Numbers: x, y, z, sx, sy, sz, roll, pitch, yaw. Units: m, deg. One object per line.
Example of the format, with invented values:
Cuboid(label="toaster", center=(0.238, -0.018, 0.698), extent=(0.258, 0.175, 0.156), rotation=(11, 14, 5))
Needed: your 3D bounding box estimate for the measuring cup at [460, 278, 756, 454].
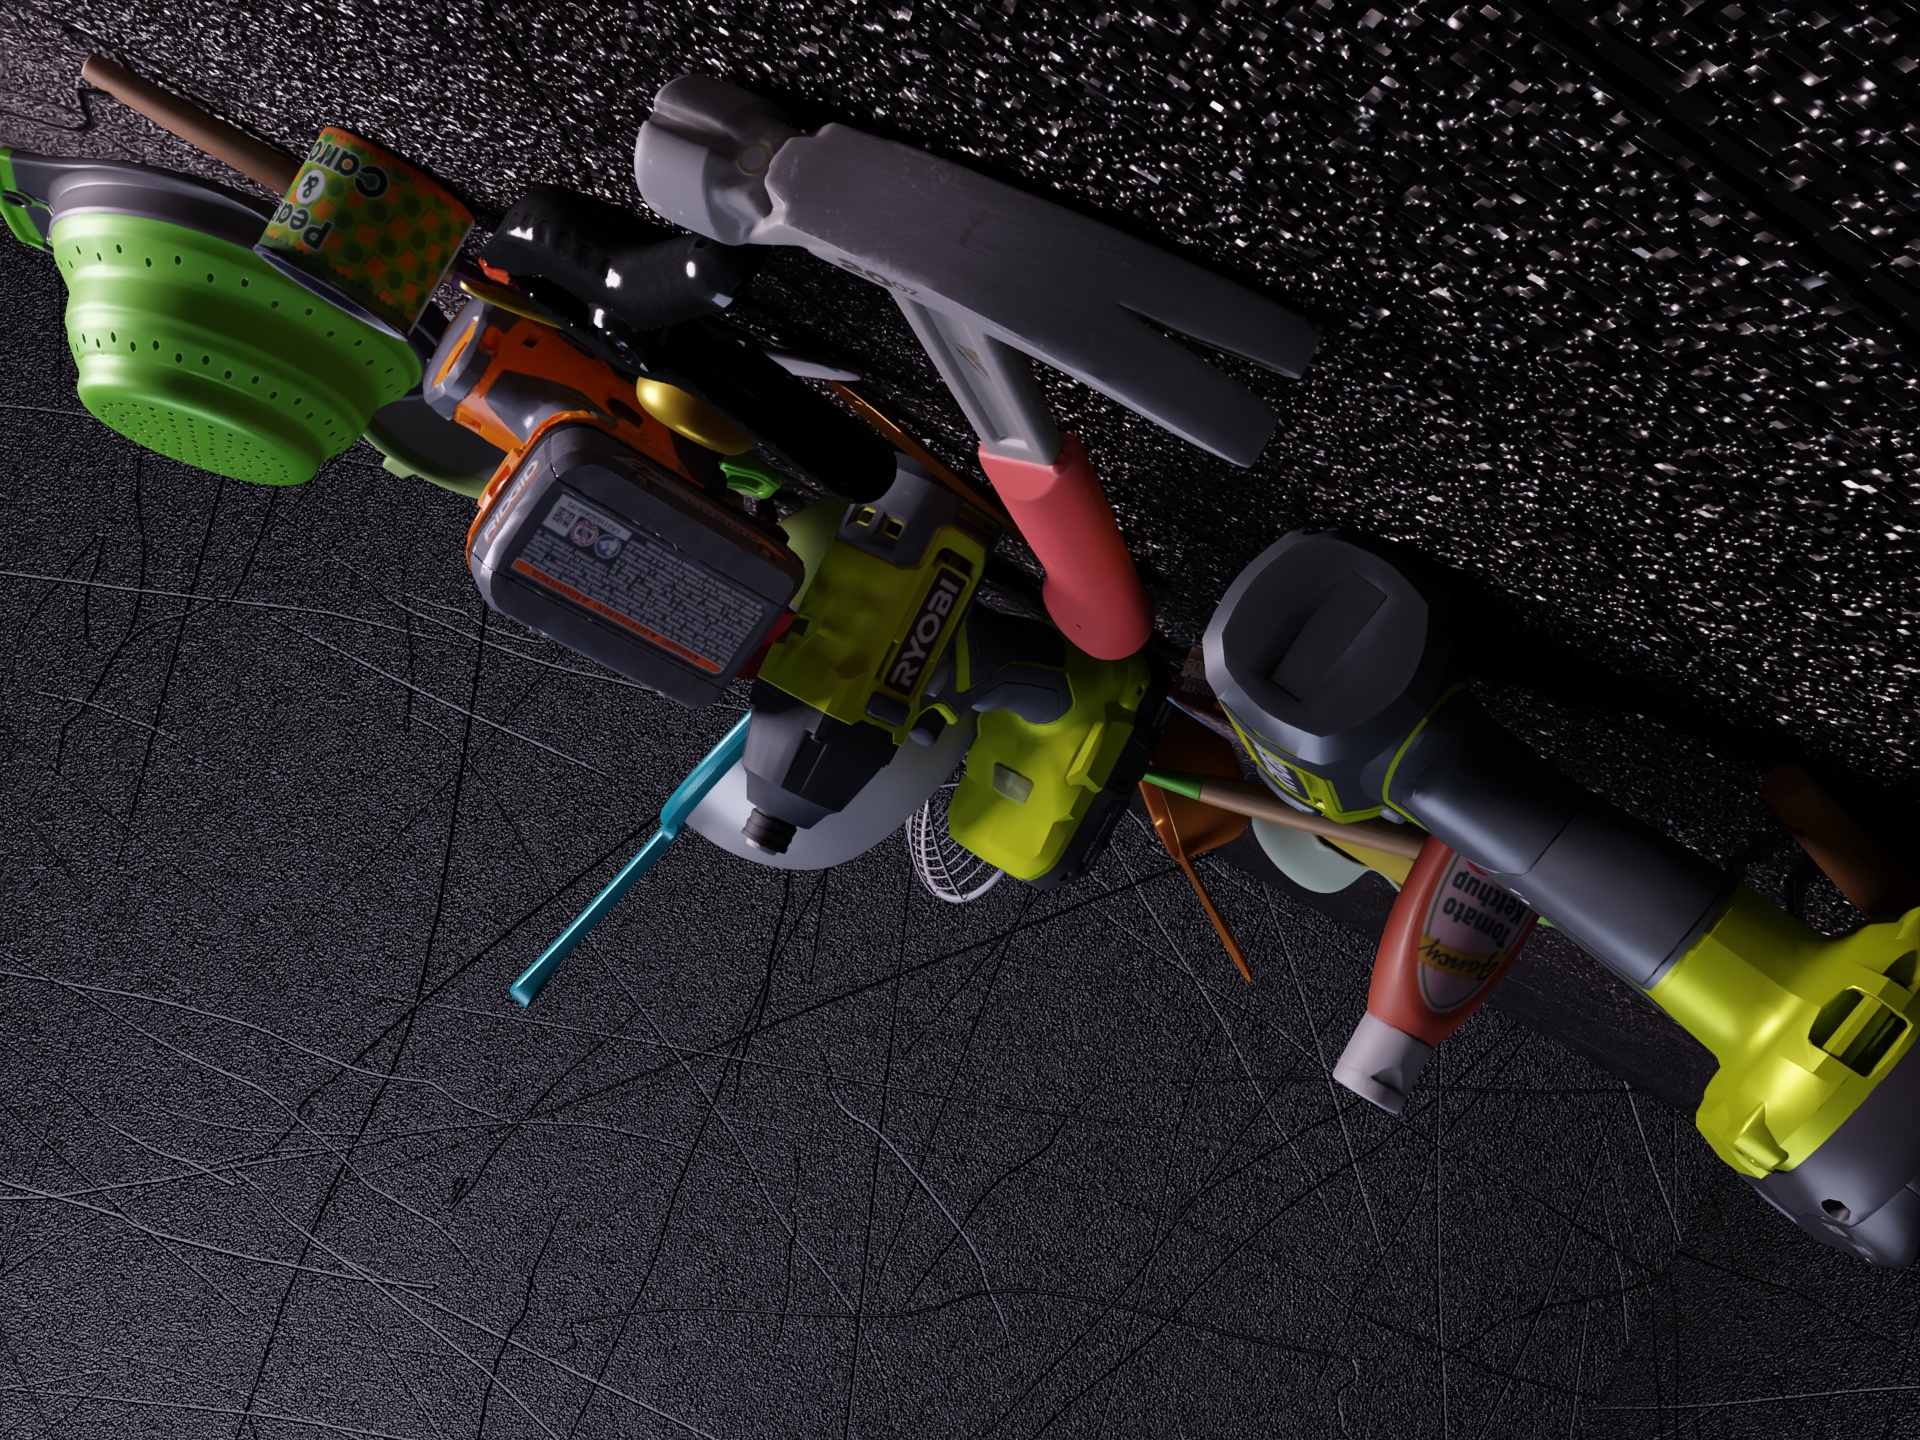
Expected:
Cuboid(label="measuring cup", center=(-0.137, -0.139, 0.631), extent=(0.062, 0.029, 0.156), rotation=(38, -163, 32))

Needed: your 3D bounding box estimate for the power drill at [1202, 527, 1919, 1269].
Cuboid(label="power drill", center=(0.178, 0.045, 0.467), extent=(0.229, 0.080, 0.190), rotation=(39, -179, 21))

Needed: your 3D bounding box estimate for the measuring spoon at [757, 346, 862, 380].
Cuboid(label="measuring spoon", center=(-0.080, -0.140, 0.580), extent=(0.124, 0.018, 0.034), rotation=(19, -179, 36))

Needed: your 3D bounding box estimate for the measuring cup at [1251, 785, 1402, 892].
Cuboid(label="measuring cup", center=(0.239, 0.098, 0.940), extent=(0.167, 0.038, 0.083), rotation=(44, -152, -1))

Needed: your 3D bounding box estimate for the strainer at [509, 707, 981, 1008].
Cuboid(label="strainer", center=(-0.098, 0.055, 0.853), extent=(0.095, 0.340, 0.211), rotation=(44, -175, -2))

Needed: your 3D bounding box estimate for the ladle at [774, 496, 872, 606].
Cuboid(label="ladle", center=(-0.162, -0.110, 0.902), extent=(0.320, 0.062, 0.078), rotation=(14, -167, 41))

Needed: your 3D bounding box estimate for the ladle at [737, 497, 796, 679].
Cuboid(label="ladle", center=(-0.114, -0.086, 0.941), extent=(0.069, 0.031, 0.316), rotation=(-11, -156, -2))

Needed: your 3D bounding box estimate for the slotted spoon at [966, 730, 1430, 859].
Cuboid(label="slotted spoon", center=(0.154, 0.041, 0.847), extent=(0.314, 0.031, 0.070), rotation=(15, -173, 12))

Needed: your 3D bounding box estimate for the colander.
Cuboid(label="colander", center=(-0.288, -0.154, 0.809), extent=(0.396, 0.094, 0.204), rotation=(18, 167, -19))

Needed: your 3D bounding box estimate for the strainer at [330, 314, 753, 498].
Cuboid(label="strainer", center=(-0.233, -0.186, 0.942), extent=(0.256, 0.069, 0.151), rotation=(11, 154, 1))

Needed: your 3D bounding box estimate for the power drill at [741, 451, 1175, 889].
Cuboid(label="power drill", center=(-0.001, -0.002, 0.725), extent=(0.080, 0.171, 0.223), rotation=(27, -179, 36))

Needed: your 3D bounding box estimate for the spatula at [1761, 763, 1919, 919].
Cuboid(label="spatula", center=(0.332, 0.087, 0.495), extent=(0.322, 0.041, 0.081), rotation=(35, 176, -31))

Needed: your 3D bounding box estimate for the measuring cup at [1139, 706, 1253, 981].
Cuboid(label="measuring cup", center=(0.150, 0.067, 0.919), extent=(0.095, 0.052, 0.174), rotation=(73, 174, -59))

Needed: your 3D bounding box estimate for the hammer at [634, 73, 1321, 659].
Cuboid(label="hammer", center=(0.035, -0.066, 0.481), extent=(0.149, 0.037, 0.359), rotation=(28, 177, 16))

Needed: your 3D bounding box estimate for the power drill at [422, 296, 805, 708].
Cuboid(label="power drill", center=(-0.145, -0.099, 0.701), extent=(0.164, 0.084, 0.227), rotation=(29, -165, -34))

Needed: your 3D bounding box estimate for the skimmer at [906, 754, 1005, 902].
Cuboid(label="skimmer", center=(0.050, 0.027, 1.082), extent=(0.090, 0.127, 0.363), rotation=(34, -163, 10))

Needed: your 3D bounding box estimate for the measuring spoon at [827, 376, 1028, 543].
Cuboid(label="measuring spoon", center=(-0.006, -0.100, 0.608), extent=(0.116, 0.011, 0.021), rotation=(34, 175, -33))

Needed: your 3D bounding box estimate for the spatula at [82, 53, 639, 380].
Cuboid(label="spatula", center=(-0.266, -0.229, 0.767), extent=(0.315, 0.018, 0.060), rotation=(28, 179, -13))
